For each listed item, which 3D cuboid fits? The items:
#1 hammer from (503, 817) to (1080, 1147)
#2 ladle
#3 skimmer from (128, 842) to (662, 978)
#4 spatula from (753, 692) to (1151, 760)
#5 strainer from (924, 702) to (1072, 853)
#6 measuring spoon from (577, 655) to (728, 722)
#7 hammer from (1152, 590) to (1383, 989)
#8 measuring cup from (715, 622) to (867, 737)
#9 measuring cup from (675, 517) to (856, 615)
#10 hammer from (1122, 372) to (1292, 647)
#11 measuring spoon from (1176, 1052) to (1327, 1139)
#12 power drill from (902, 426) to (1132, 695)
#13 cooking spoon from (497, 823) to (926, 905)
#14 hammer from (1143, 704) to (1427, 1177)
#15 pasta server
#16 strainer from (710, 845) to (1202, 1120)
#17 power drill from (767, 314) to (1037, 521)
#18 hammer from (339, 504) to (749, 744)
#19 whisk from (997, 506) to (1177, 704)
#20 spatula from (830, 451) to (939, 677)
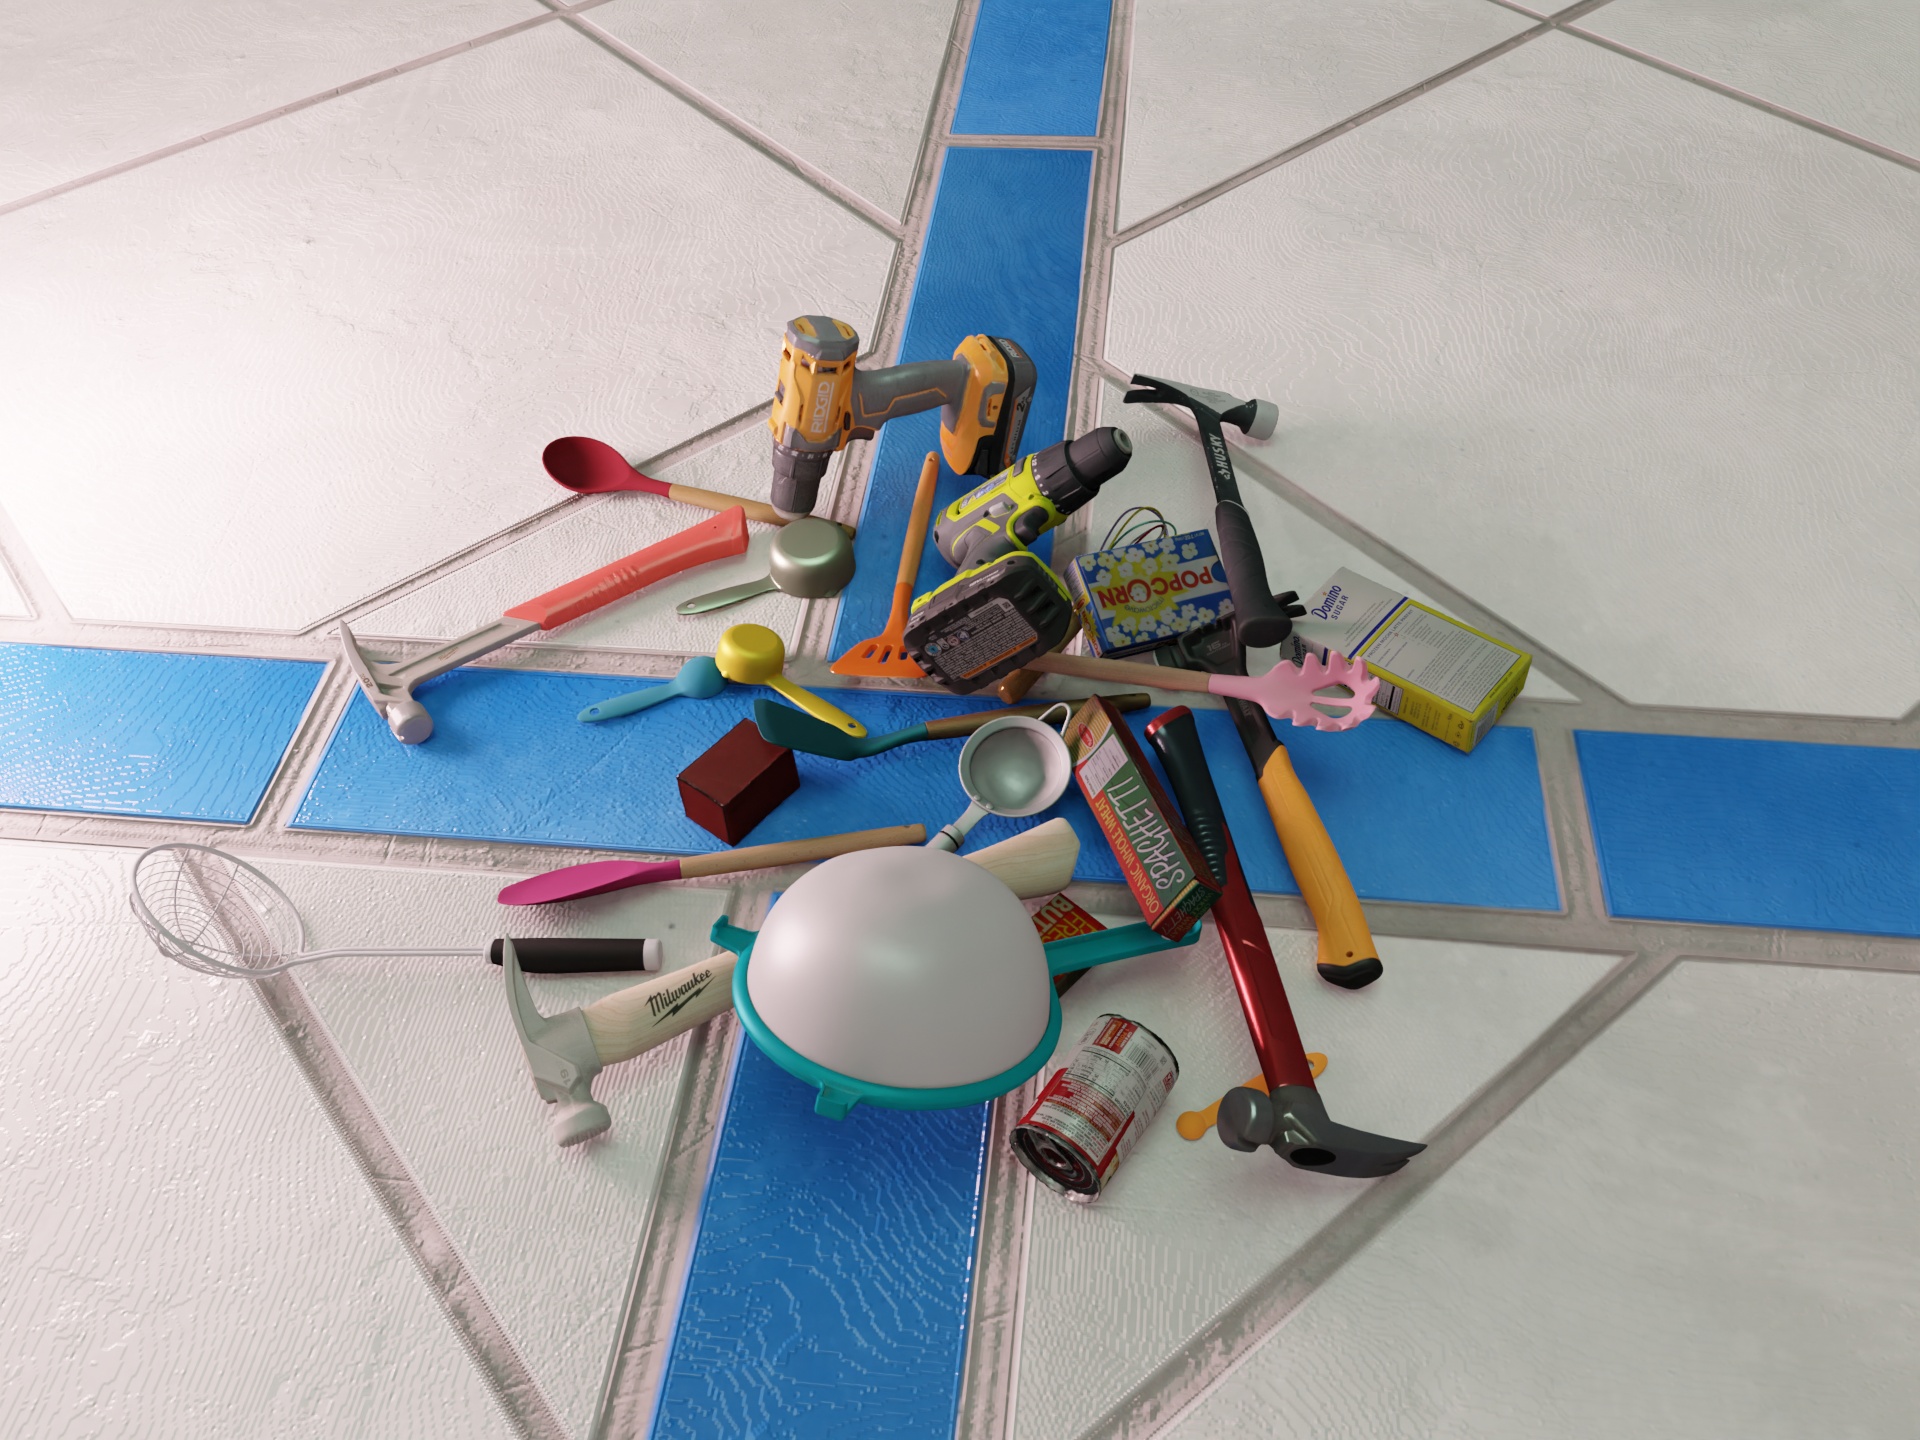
[{"bbox_3d":[-0.107,0.147,1.111,0.410,0.038,0.146,-21,73,-17],"label":"hammer"},{"bbox_3d":[-0.244,-0.209,1.476,0.315,0.031,0.069,15,53,14],"label":"ladle"},{"bbox_3d":[-0.396,0.137,1.128,0.363,0.090,0.127,1,17,1],"label":"skimmer"},{"bbox_3d":[-0.002,-0.004,1.258,0.317,0.044,0.082,-8,25,-10],"label":"spatula"},{"bbox_3d":[-0.002,0.082,1.191,0.087,0.050,0.258,36,64,21],"label":"strainer"},{"bbox_3d":[-0.255,-0.026,1.313,0.128,0.021,0.042,-19,50,-16],"label":"measuring spoon"},{"bbox_3d":[0.249,0.048,1.193,0.127,0.034,0.337,-25,50,13],"label":"hammer"},{"bbox_3d":[-0.135,-0.034,1.303,0.157,0.029,0.062,32,39,23],"label":"measuring cup"},{"bbox_3d":[-0.172,-0.132,1.392,0.167,0.038,0.083,-20,50,-18],"label":"measuring cup"},{"bbox_3d":[0.224,-0.187,1.347,0.149,0.036,0.409,14,36,-10],"label":"hammer"},{"bbox_3d":[0.194,0.245,1.051,0.117,0.011,0.021,-22,51,-16],"label":"measuring spoon"},{"bbox_3d":[0.048,-0.141,1.295,0.190,0.080,0.229,-28,29,32],"label":"power drill"},{"bbox_3d":[-0.183,0.107,1.186,0.319,0.017,0.069,-8,14,-7],"label":"cooking spoon"},{"bbox_3d":[0.203,0.136,1.106,0.143,0.038,0.387,17,38,-24],"label":"hammer"},{"bbox_3d":[0.165,-0.034,1.226,0.316,0.040,0.060,9,79,25],"label":"pasta server"},{"bbox_3d":[0.023,0.132,1.025,0.340,0.095,0.211,-7,31,-28],"label":"strainer"},{"bbox_3d":[-0.061,-0.261,1.415,0.226,0.185,0.084,-3,39,-24],"label":"power drill"},{"bbox_3d":[-0.348,-0.106,1.382,0.359,0.036,0.149,-28,53,-20],"label":"hammer"},{"bbox_3d":[0.110,-0.097,1.349,0.051,0.047,0.245,28,60,23],"label":"whisk"},{"bbox_3d":[-0.046,-0.139,1.392,0.081,0.041,0.323,3,47,7],"label":"spatula"}]
